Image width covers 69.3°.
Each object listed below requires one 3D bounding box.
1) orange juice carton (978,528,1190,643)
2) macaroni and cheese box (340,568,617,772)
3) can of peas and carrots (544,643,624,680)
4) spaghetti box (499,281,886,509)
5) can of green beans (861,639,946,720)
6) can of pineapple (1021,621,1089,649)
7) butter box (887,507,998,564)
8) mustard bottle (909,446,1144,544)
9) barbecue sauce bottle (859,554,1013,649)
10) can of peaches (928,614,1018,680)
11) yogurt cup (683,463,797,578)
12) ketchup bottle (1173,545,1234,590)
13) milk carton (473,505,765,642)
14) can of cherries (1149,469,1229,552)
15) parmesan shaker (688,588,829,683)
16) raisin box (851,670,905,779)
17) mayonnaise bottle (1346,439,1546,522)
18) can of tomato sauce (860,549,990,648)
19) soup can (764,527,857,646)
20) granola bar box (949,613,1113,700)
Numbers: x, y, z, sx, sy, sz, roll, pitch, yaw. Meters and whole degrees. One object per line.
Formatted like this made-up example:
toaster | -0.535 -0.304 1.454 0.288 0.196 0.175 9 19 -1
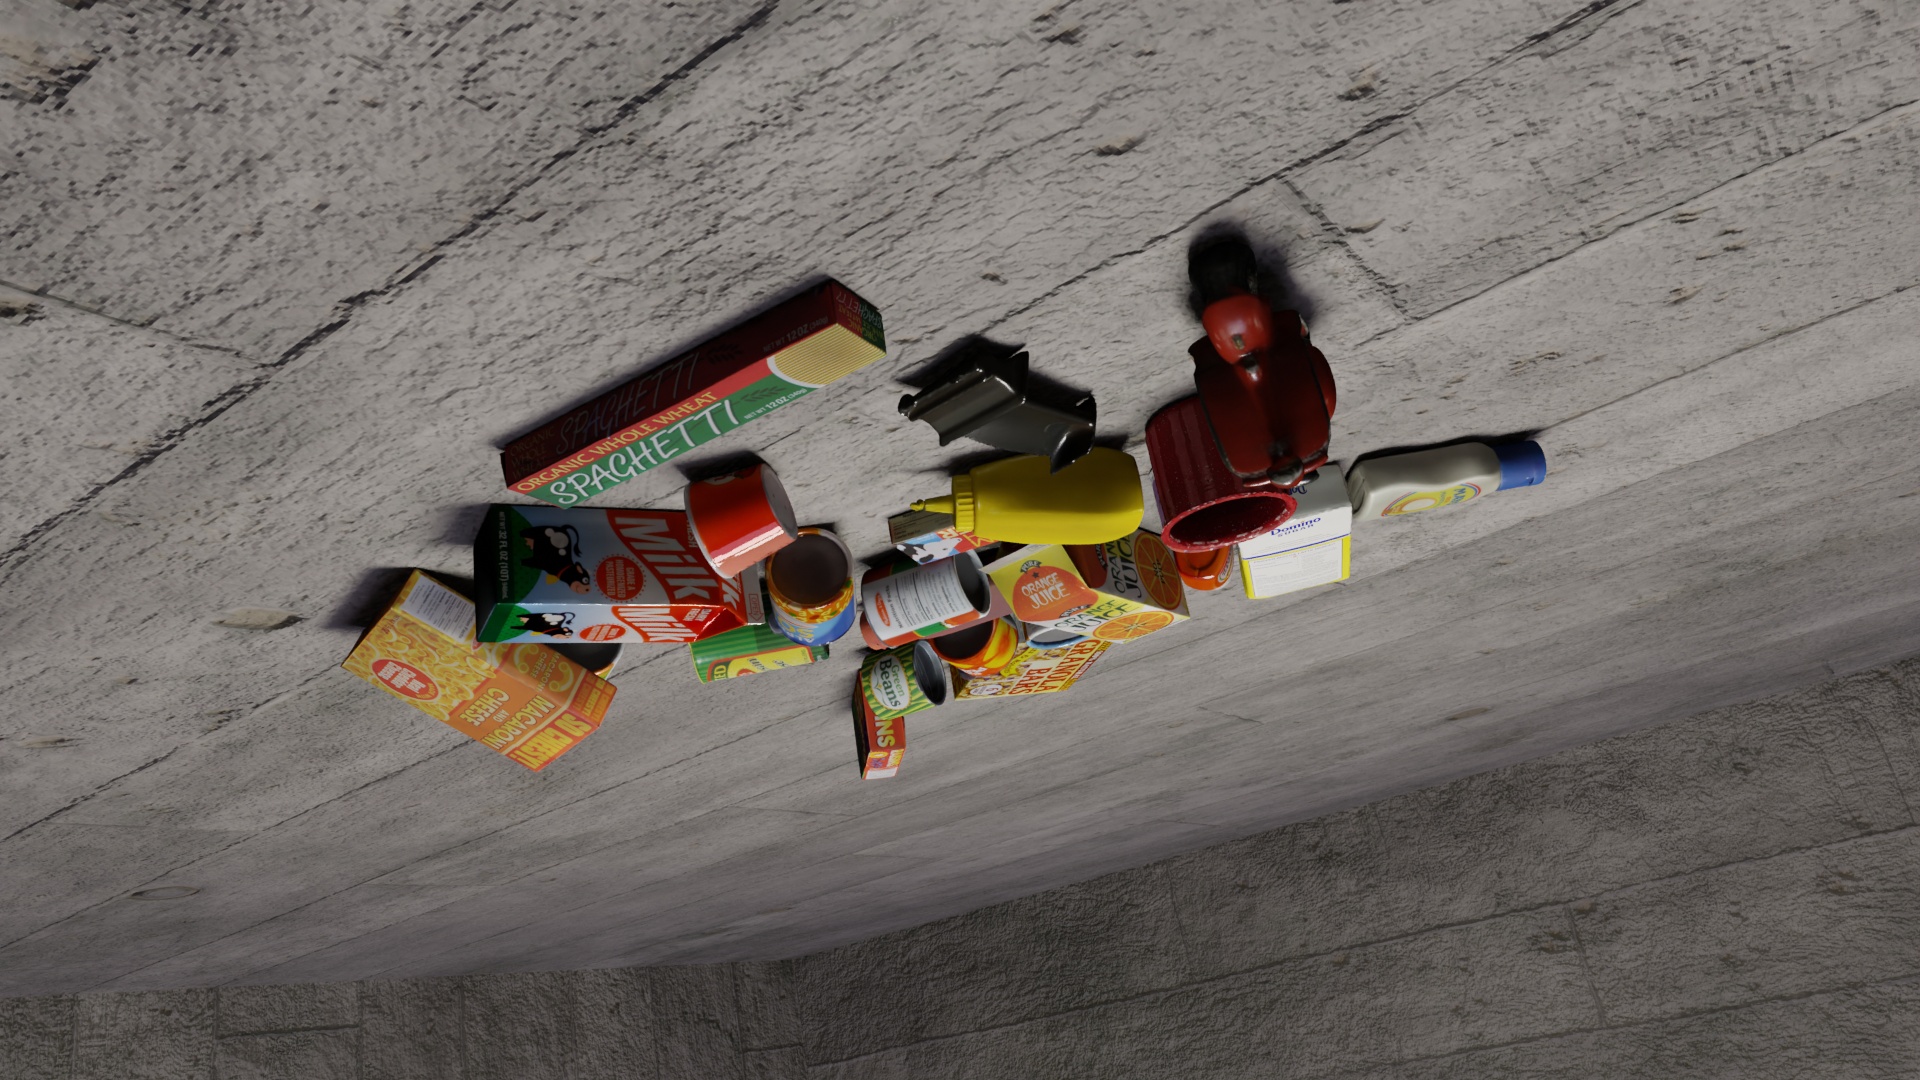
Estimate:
orange juice carton | 0.100 0.027 1.114 0.071 0.073 0.193 -26 154 33
macaroni and cheese box | -0.354 0.100 1.024 0.166 0.040 0.123 35 139 -21
can of peas and carrots | -0.300 0.084 1.074 0.071 0.071 0.058 1 155 -27
spaghetti box | -0.157 -0.077 0.791 0.249 0.029 0.050 -22 155 25
can of green beans | -0.053 0.131 1.310 0.058 0.071 0.071 -18 157 20
can of pineapple | 0.084 0.057 1.201 0.071 0.058 0.070 -10 158 -4
butter box | 0.004 -0.013 1.034 0.103 0.024 0.053 -18 157 17
mustard bottle | 0.044 -0.029 0.967 0.160 0.065 0.048 -3 152 -5
barbecue sauce bottle | -0.014 0.055 1.169 0.148 0.044 0.065 -20 150 24
can of peaches | 0.010 0.084 1.217 0.071 0.071 0.058 -17 156 16
yogurt cup | -0.142 -0.016 0.908 0.054 0.072 0.072 -22 157 7
ketchup bottle | 0.204 0.013 1.151 0.043 0.065 0.148 7 172 14
milk carton | -0.229 0.025 0.954 0.191 0.072 0.073 1 155 -29
can of cherries | 0.179 -0.028 1.033 0.071 0.058 0.071 -9 158 -4
parmesan shaker | -0.161 0.072 1.109 0.103 0.071 0.071 -11 158 -1
raisin box | -0.083 0.187 1.408 0.040 0.086 0.123 -5 158 -10
mayonnaise bottle | 0.385 -0.050 1.101 0.148 0.041 0.064 -10 157 -2
can of tomato sauce | -0.026 0.041 1.101 0.083 0.071 0.071 -20 156 21
soup can | -0.114 0.037 1.043 0.071 0.071 0.083 -8 158 -6
granola bar box | 0.068 0.108 1.347 0.124 0.039 0.164 -3 157 -16
